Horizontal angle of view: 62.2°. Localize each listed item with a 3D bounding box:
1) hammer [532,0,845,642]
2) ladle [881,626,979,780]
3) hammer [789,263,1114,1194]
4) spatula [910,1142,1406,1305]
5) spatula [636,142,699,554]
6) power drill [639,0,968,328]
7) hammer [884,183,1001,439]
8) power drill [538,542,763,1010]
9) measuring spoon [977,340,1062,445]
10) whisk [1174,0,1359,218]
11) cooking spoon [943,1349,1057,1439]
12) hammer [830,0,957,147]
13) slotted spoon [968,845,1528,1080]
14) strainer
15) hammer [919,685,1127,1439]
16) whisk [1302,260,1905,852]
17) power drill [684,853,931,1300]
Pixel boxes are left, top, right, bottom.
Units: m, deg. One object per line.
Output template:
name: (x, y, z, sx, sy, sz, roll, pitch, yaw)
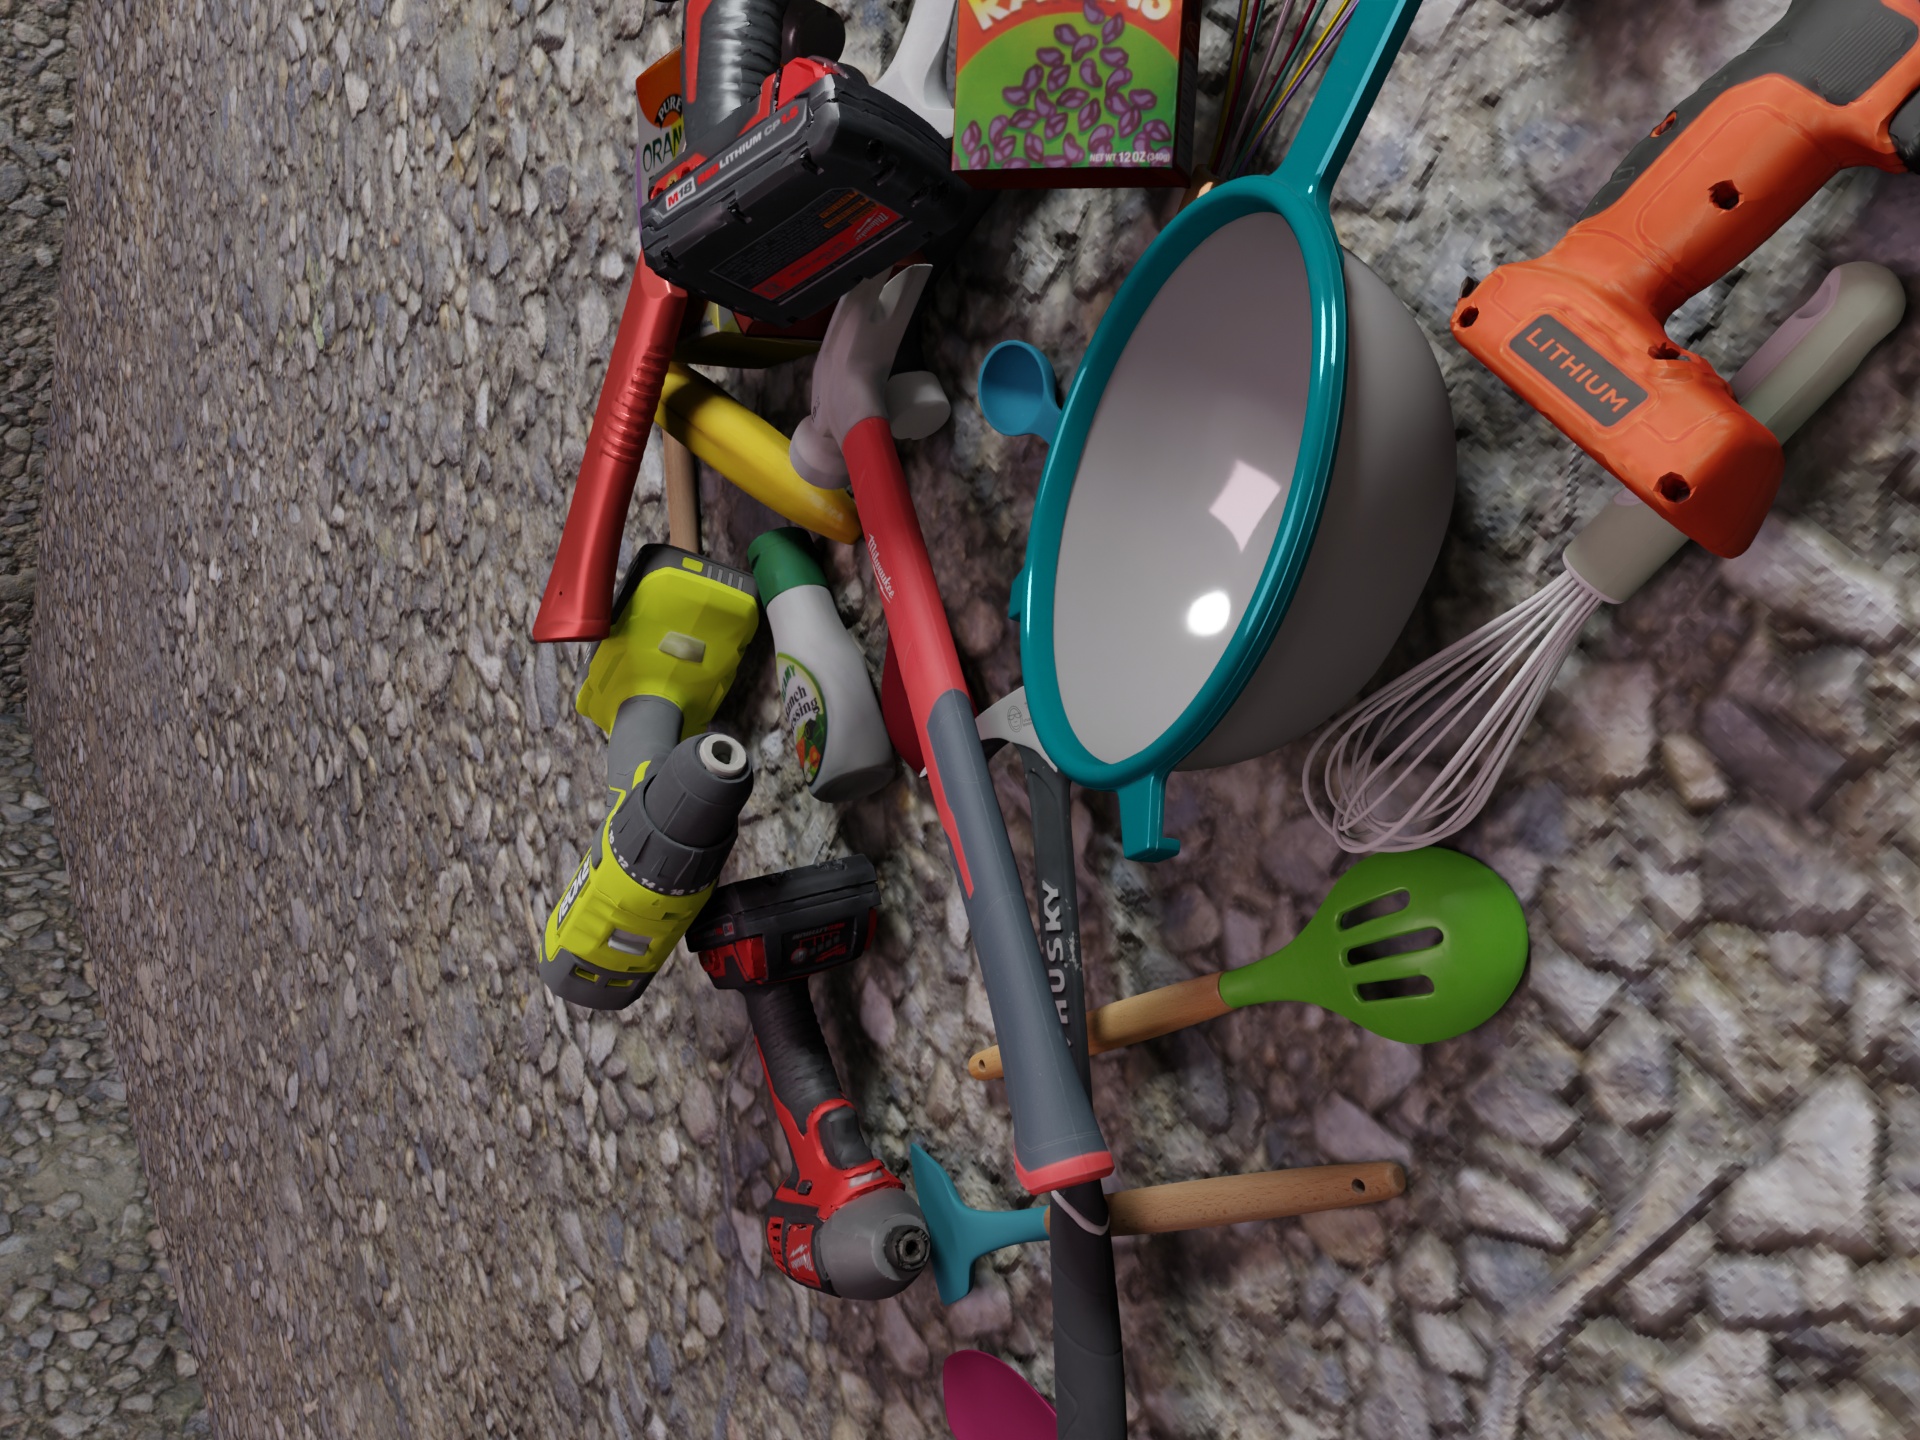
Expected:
hammer: (-0.165, -0.203, 0.814, 0.149, 0.036, 0.359, 39, 118, 35)
ladle: (-0.040, -0.118, 0.803, 0.069, 0.031, 0.315, -25, 72, 52)
hammer: (-0.001, -0.002, 0.664, 0.143, 0.038, 0.387, 125, 134, -58)
spatula: (0.067, 0.216, 0.707, 0.317, 0.044, 0.082, -25, 73, 45)
spatula: (-0.172, -0.201, 0.963, 0.060, 0.018, 0.316, -3, 90, 46)
power drill: (-0.061, -0.295, 0.631, 0.188, 0.080, 0.227, -22, 70, 34)
hammer: (0.034, -0.279, 0.685, 0.334, 0.035, 0.146, -43, 62, 44)
power drill: (-0.156, 0.015, 0.844, 0.190, 0.080, 0.229, -53, 28, 39)
measuring spoon: (0.056, -0.121, 0.695, 0.129, 0.021, 0.042, 47, 129, 27)
whisk: (0.103, -0.228, 0.600, 0.051, 0.047, 0.244, 49, 132, 35)
cooking spoon: (0.092, 0.342, 0.690, 0.319, 0.017, 0.069, -1, 94, 52)
hammer: (0.031, -0.426, 0.622, 0.144, 0.035, 0.405, 29, 110, 38)
slotted spoon: (0.095, 0.119, 0.658, 0.313, 0.031, 0.070, -31, 67, 50)
strainer: (0.127, -0.125, 0.529, 0.211, 0.095, 0.340, -111, 39, -58)
hammer: (0.045, 0.184, 0.671, 0.149, 0.036, 0.409, -14, 76, 54)
whisk: (0.194, -0.041, 0.504, 0.059, 0.058, 0.246, 33, 124, -3)
power drill: (-0.072, 0.187, 0.822, 0.143, 0.078, 0.220, -24, 78, 62)
